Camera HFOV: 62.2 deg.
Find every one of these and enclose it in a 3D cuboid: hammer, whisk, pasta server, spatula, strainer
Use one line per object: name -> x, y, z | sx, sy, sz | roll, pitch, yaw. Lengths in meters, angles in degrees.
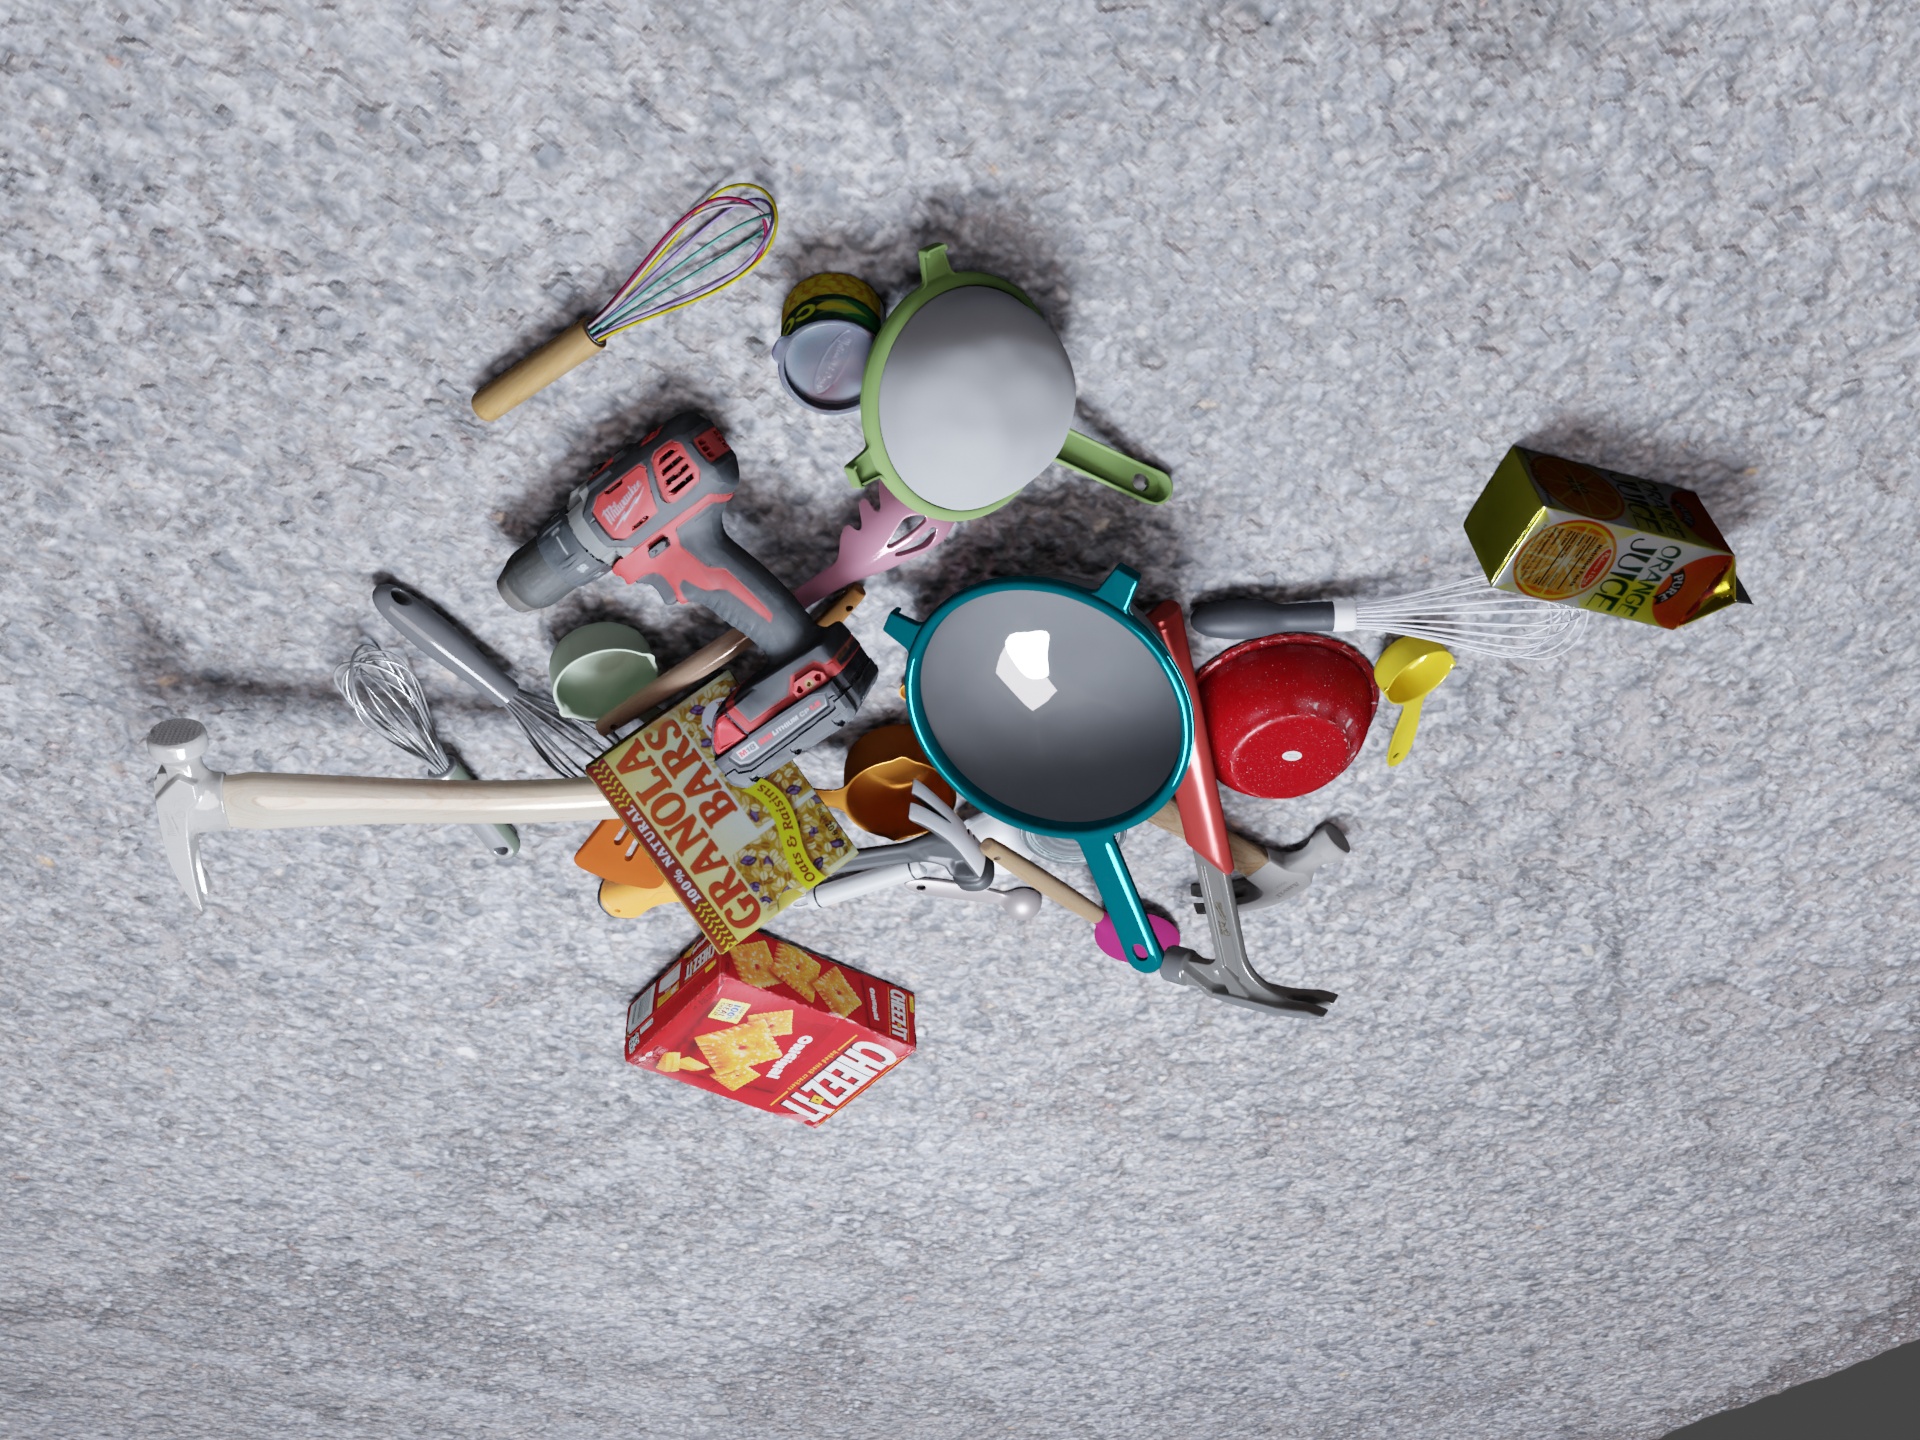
hammer -> -0.149, 0.116, 1.265 | 0.337, 0.034, 0.127 | -11, 143, 23
whisk -> 0.309, -0.078, 1.151 | 0.284, 0.070, 0.070 | -1, 134, 4
pasta server -> -0.133, -0.075, 1.110 | 0.316, 0.040, 0.060 | -31, 128, 18
hammer -> -0.359, 0.066, 1.158 | 0.410, 0.038, 0.146 | -1, 122, -11
spatula -> -0.174, 0.013, 1.196 | 0.081, 0.041, 0.322 | 25, 123, -37
hammer -> 0.161, 0.073, 1.296 | 0.331, 0.031, 0.130 | 29, 125, -28
hammer -> 0.193, 0.075, 1.220 | 0.149, 0.037, 0.358 | 8, 126, 37
whisk -> -0.205, -0.248, 0.960 | 0.245, 0.051, 0.047 | -26, 110, 25
strainer -> 0.058, -0.178, 0.986 | 0.256, 0.069, 0.151 | 17, 94, -39
whisk -> -0.397, 0.032, 1.206 | 0.058, 0.059, 0.246 | -11, 139, 10
whisk -> -0.330, -0.022, 1.163 | 0.055, 0.055, 0.238 | -31, 124, 24
strainer -> -0.028, 0.122, 1.326 | 0.258, 0.050, 0.086 | -19, 147, 18
strainer -> 0.096, 0.027, 1.163 | 0.211, 0.095, 0.340 | -9, 118, 28

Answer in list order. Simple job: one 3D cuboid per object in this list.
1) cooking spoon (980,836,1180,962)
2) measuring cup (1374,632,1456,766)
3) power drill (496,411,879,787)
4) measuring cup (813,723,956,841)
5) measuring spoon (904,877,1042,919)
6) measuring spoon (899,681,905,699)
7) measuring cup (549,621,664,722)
cooking spoon -> 0.102, 0.156, 1.334 | 0.069, 0.017, 0.318 | -27, 144, 21
measuring cup -> 0.342, -0.014, 1.234 | 0.062, 0.029, 0.156 | -22, 148, -9
power drill -> -0.183, -0.068, 1.060 | 0.188, 0.080, 0.226 | -32, 103, 20
measuring cup -> -0.090, 0.043, 1.236 | 0.173, 0.052, 0.095 | 2, 134, -4
measuring spoon -> 0.011, 0.155, 1.373 | 0.124, 0.018, 0.034 | 11, 132, -13
measuring spoon -> -0.002, -0.004, 1.228 | 0.116, 0.011, 0.021 | 30, 125, -33
measuring cup -> -0.238, -0.021, 1.180 | 0.083, 0.038, 0.167 | -32, 146, 12
